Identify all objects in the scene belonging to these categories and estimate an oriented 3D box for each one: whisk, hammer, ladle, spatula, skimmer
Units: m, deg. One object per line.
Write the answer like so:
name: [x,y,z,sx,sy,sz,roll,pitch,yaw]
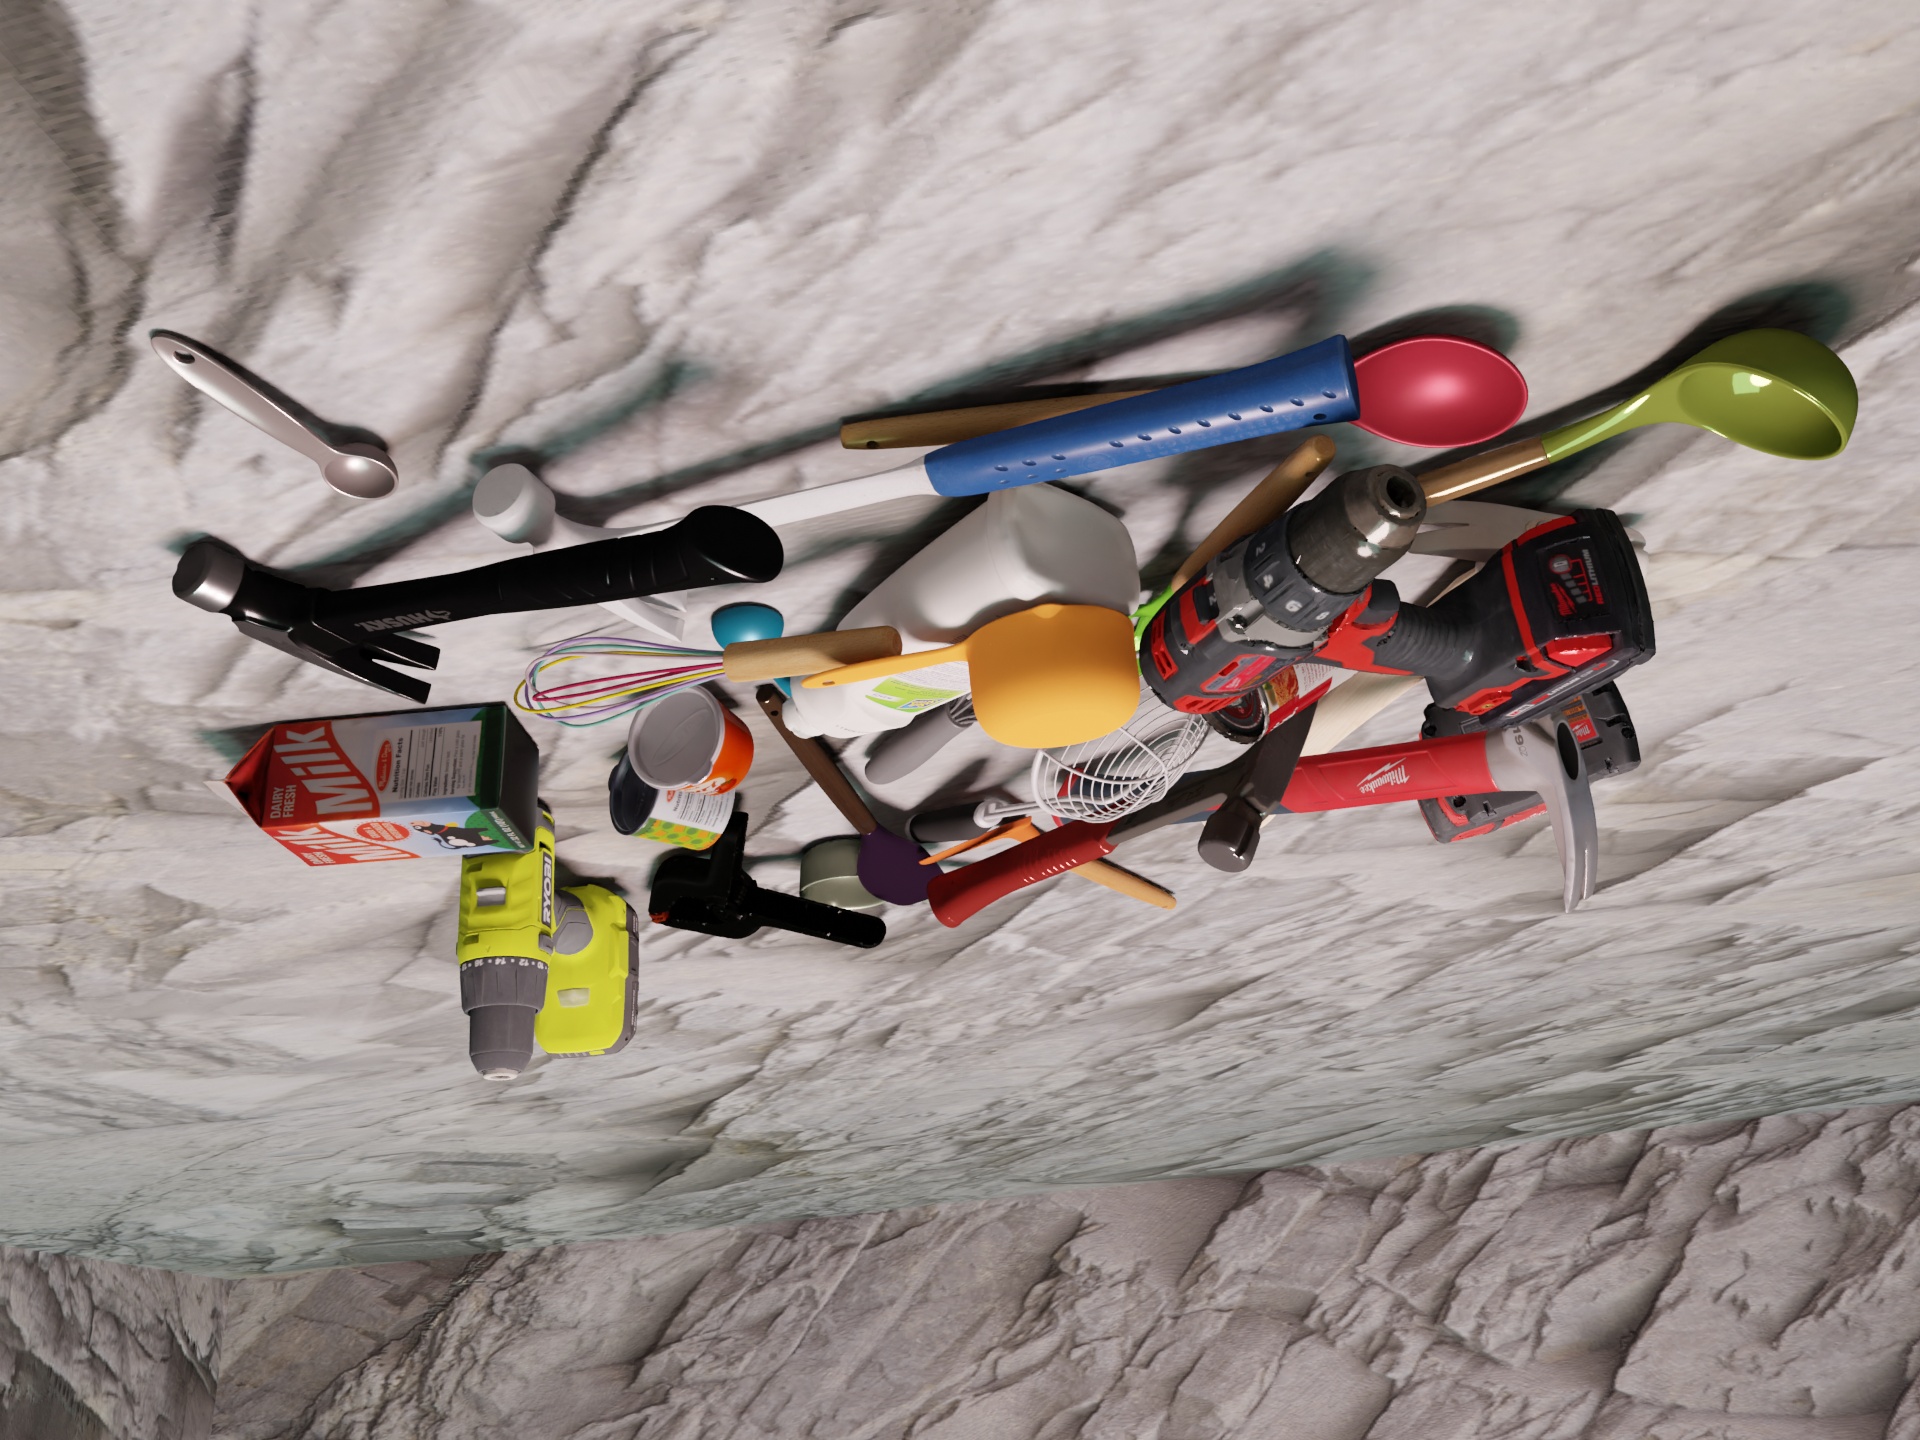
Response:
whisk: [-0.001,-0.002,1.003,0.055,0.055,0.239,11,154,-28]
hammer: [0.208,0.057,1.010,0.038,0.143,0.386,-19,-175,-42]
ladle: [0.268,-0.116,0.794,0.320,0.062,0.078,-17,148,31]
hammer: [0.088,0.070,1.047,0.036,0.149,0.359,38,146,-16]
hammer: [0.246,-0.015,1.022,0.146,0.038,0.410,6,153,-17]
spatula: [-0.077,0.063,1.117,0.060,0.018,0.315,-19,145,8]
spatula: [0.090,0.121,1.274,0.081,0.041,0.322,-26,148,29]
hammer: [-0.020,-0.111,0.745,0.405,0.035,0.144,-9,154,21]
hammer: [-0.225,-0.061,0.780,0.335,0.035,0.146,-5,156,32]
ladle: [0.100,-0.145,0.742,0.315,0.031,0.069,-4,144,5]
skimmer: [0.037,0.028,1.037,0.127,0.090,0.363,-22,-178,-27]
whisk: [-0.145,-0.026,0.874,0.245,0.051,0.047,-5,-171,24]

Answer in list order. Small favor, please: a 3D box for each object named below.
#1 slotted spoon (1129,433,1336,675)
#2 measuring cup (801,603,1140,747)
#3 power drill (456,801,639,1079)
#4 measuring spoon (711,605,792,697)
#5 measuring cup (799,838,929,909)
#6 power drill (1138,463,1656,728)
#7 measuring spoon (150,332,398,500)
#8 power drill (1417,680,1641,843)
slotted spoon: [0.126,-0.078,0.819,0.070,0.031,0.313,-1,166,-11]
measuring cup: [0.007,-0.012,0.811,0.173,0.052,0.095,-9,162,1]
power drill: [-0.307,0.180,1.176,0.080,0.191,0.228,-6,158,4]
measuring spoon: [-0.111,-0.030,0.952,0.042,0.021,0.128,-10,154,11]
measuring cup: [-0.047,0.123,1.265,0.167,0.038,0.083,5,153,-22]
power drill: [0.218,-0.059,0.756,0.226,0.080,0.188,1,159,-22]
measuring spoon: [-0.305,-0.139,0.715,0.034,0.018,0.124,-19,144,28]
power drill: [0.371,0.025,1.039,0.143,0.079,0.219,-21,165,11]
